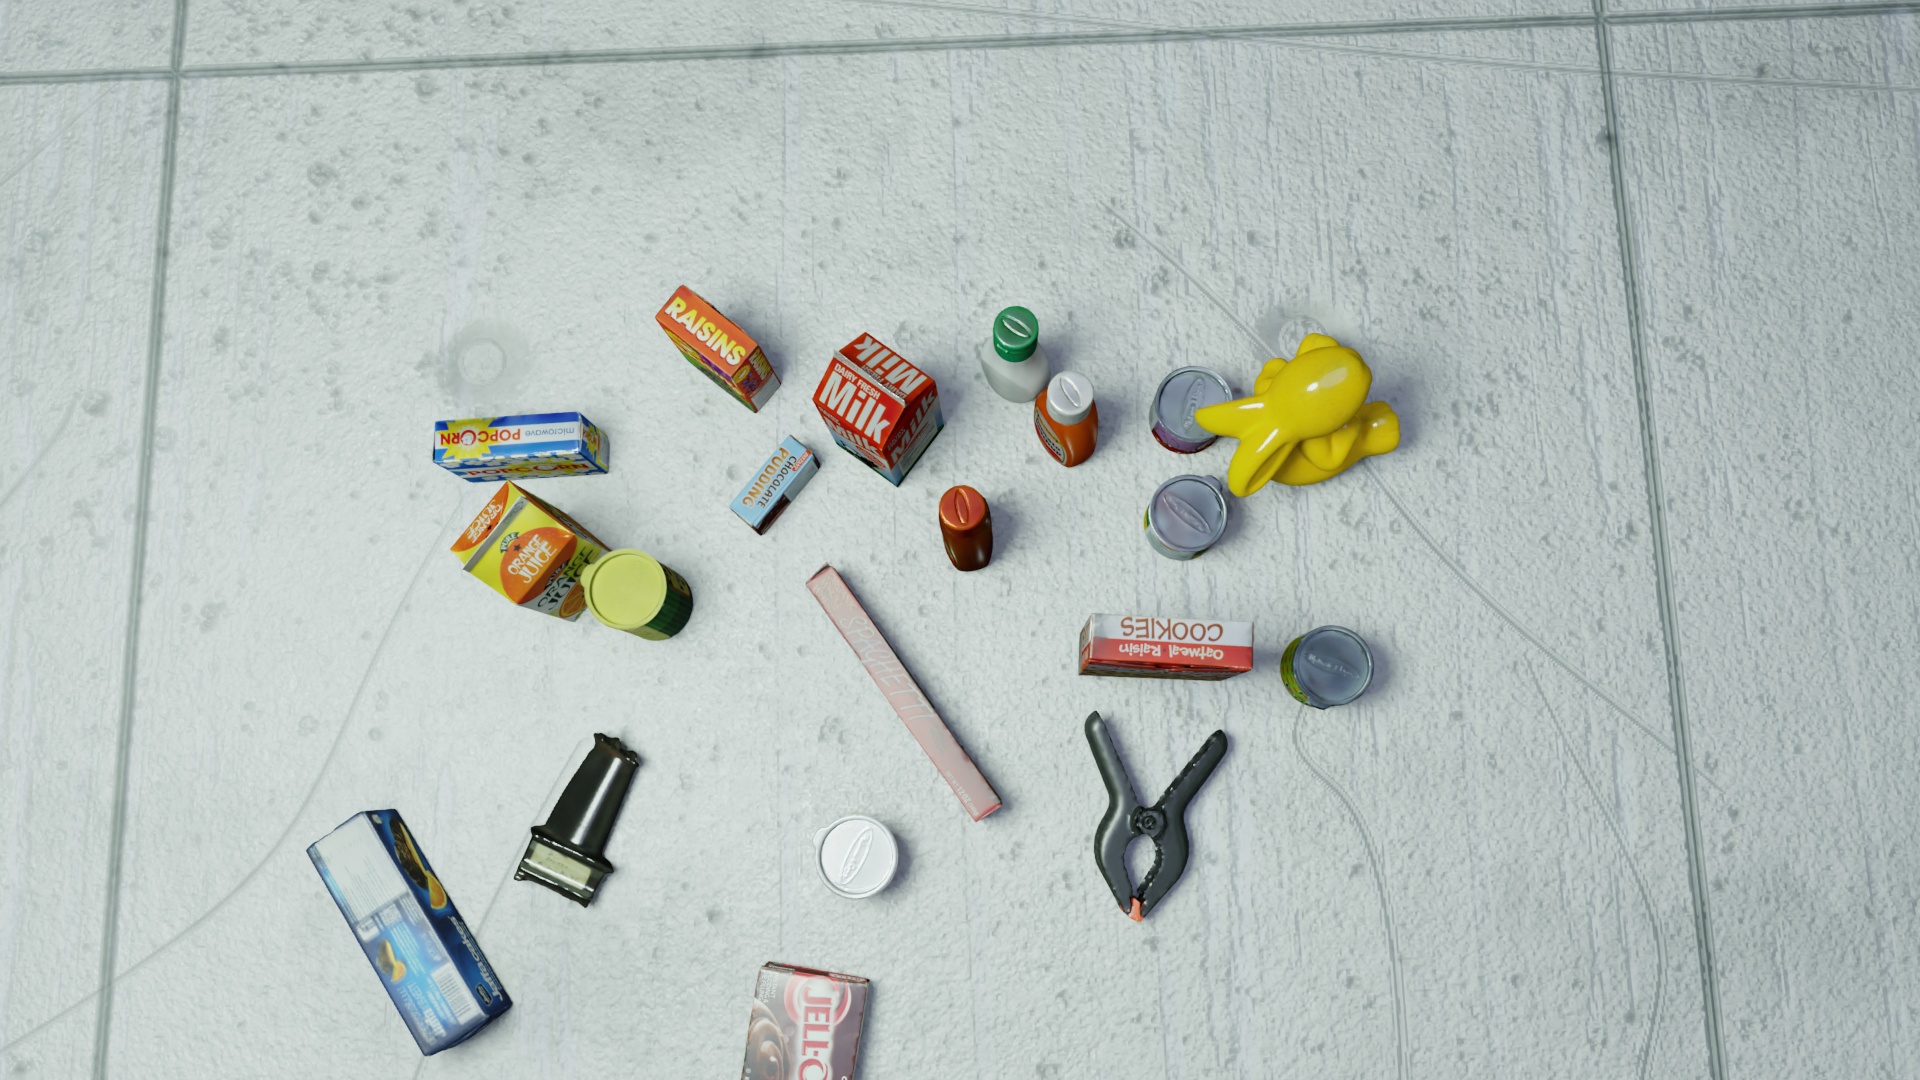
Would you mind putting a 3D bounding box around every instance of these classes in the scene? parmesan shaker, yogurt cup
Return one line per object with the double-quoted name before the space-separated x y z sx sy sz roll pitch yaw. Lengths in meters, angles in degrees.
"parmesan shaker" -0.270 0.046 1.165 0.071 0.103 0.071 0 81 2
"yogurt cup" -0.084 0.260 1.148 0.072 0.054 0.072 0 81 2

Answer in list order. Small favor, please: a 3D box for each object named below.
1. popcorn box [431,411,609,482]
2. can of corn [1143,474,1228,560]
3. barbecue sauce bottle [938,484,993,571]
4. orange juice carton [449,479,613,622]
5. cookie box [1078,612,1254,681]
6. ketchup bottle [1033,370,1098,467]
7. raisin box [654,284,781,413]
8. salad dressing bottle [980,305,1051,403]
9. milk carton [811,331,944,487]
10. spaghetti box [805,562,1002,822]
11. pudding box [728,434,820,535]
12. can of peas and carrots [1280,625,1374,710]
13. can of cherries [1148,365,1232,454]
"popcorn box" -0.377 -0.080 1.199 0.127 0.085 0.038 -4 81 1
"can of corn" 0.193 -0.020 1.186 0.071 0.058 0.071 0 81 2
"barbecue sauce bottle" 0.004 -0.014 1.145 0.044 0.148 0.065 -10 81 0
"orange juice carton" -0.346 0.009 1.128 0.073 0.192 0.072 38 84 7
"cookie box" 0.160 0.089 1.113 0.123 0.167 0.040 3 81 2
"ketchup bottle" 0.089 -0.105 1.158 0.043 0.148 0.065 -33 81 -3
"raisin box" -0.205 -0.162 1.189 0.086 0.123 0.040 39 84 7
"salad dressing bottle" 0.046 -0.156 1.168 0.064 0.147 0.044 36 84 7
"milk carton" -0.066 -0.110 1.142 0.072 0.190 0.073 36 84 7
"spaghetti box" -0.048 0.128 1.172 0.029 0.050 0.250 -36 81 -4
"pudding box" -0.160 -0.047 1.205 0.030 0.049 0.084 38 84 7
"can of peas and carrots" 0.304 0.109 1.161 0.071 0.058 0.071 0 81 2
"can of cherries" 0.200 -0.110 1.201 0.071 0.058 0.071 0 81 2
